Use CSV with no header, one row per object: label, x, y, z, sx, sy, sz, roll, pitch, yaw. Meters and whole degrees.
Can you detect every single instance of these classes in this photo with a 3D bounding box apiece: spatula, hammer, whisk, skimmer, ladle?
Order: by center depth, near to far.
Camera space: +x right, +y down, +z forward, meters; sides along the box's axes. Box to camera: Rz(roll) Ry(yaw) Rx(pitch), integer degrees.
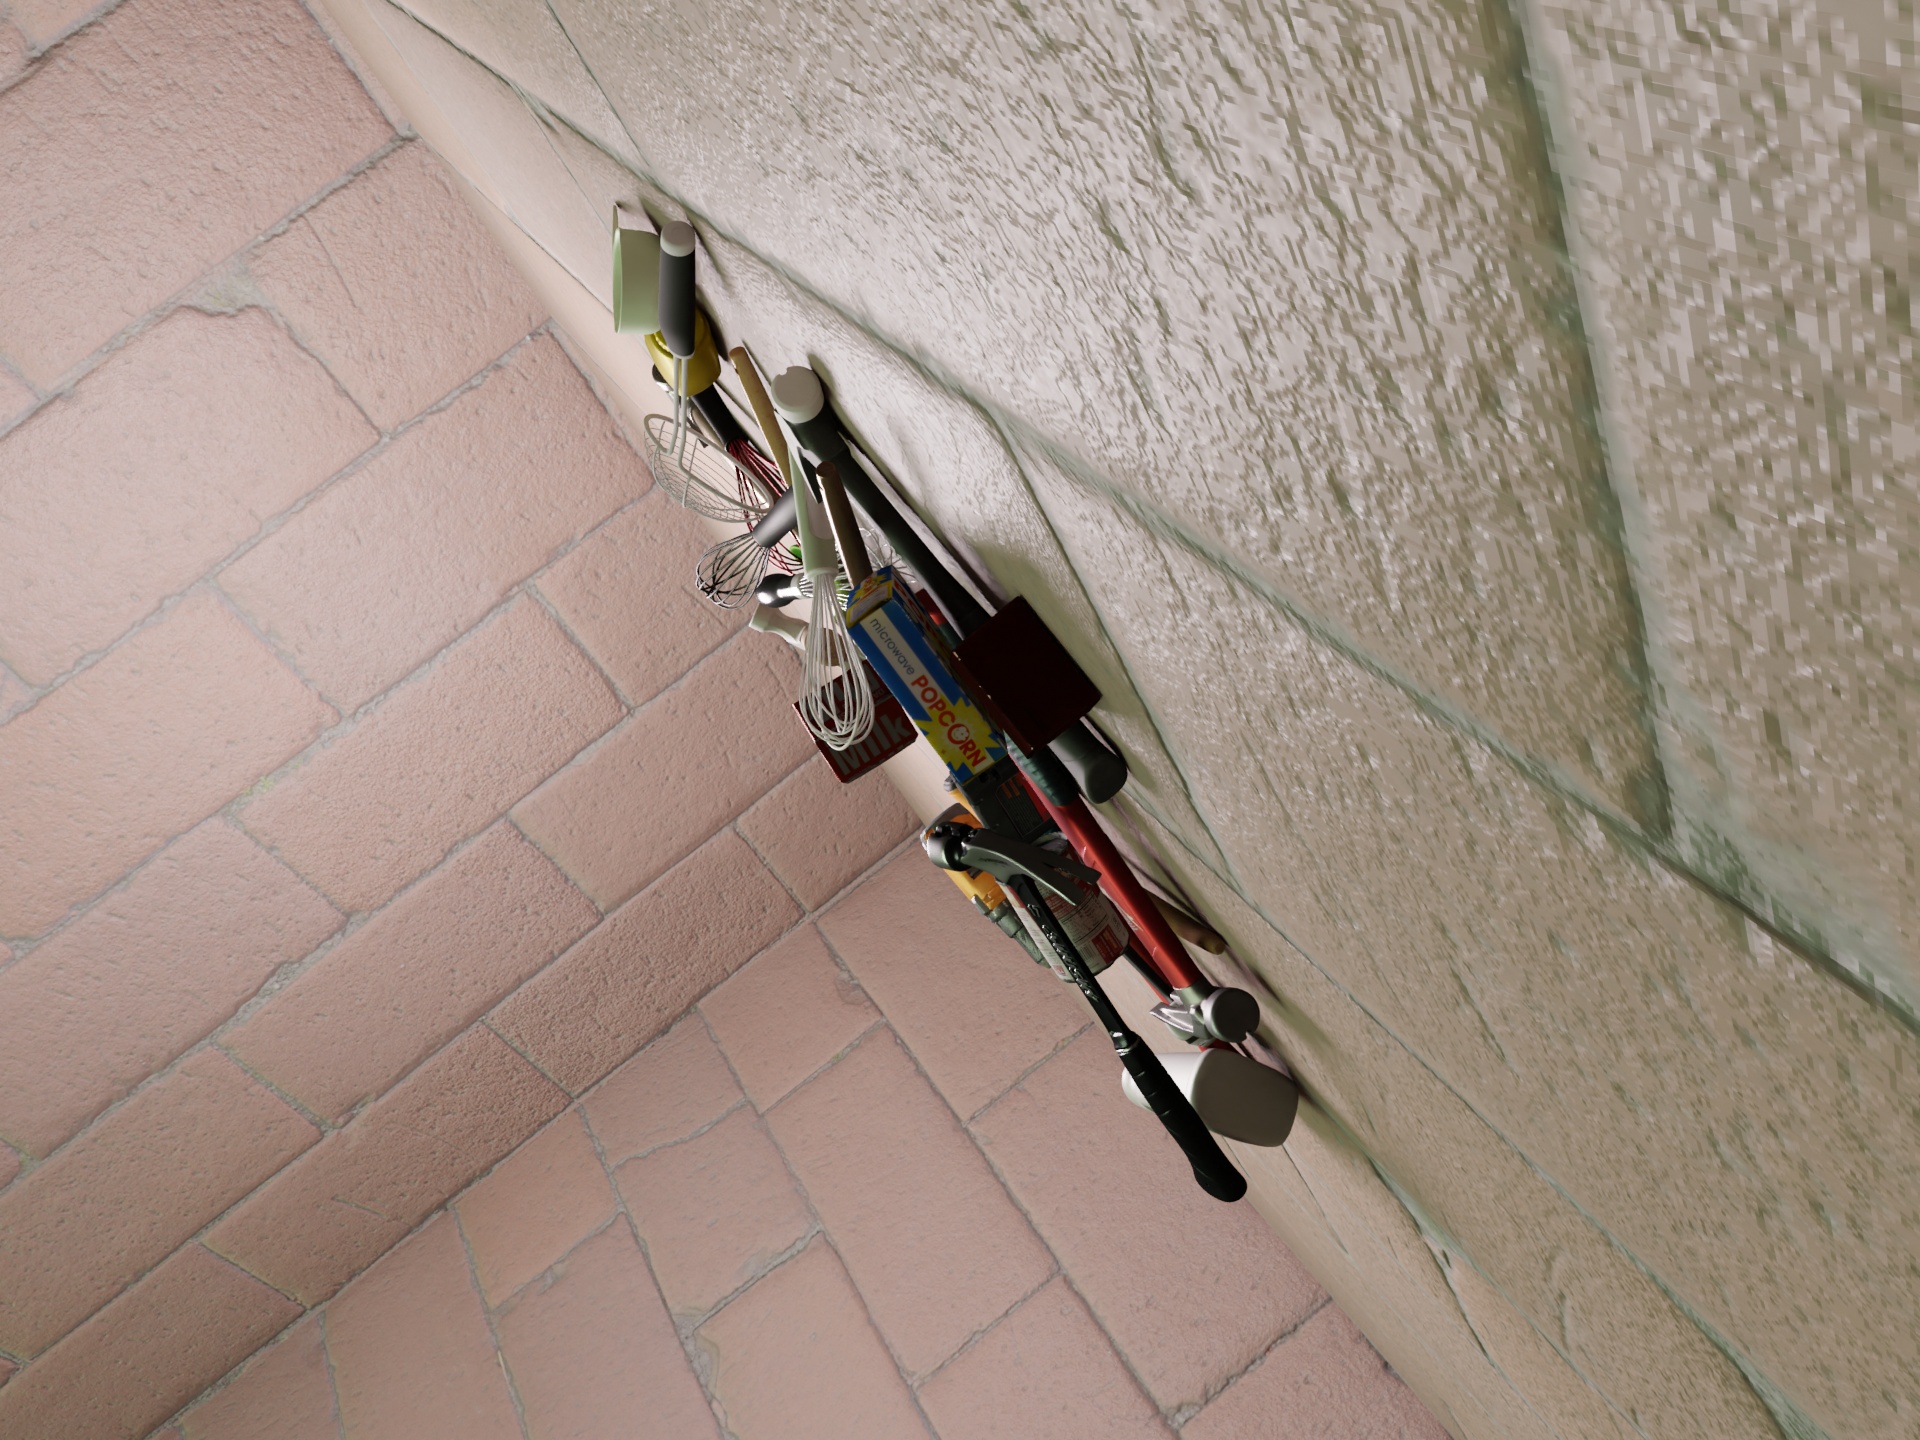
hammer,-0.007,-0.080,1.041,0.335,0.035,0.146,50,174,11
spatula,-0.065,-0.086,1.102,0.060,0.018,0.315,50,169,24
whisk,-0.098,-0.097,1.138,0.059,0.057,0.246,-31,63,53
hammer,0.076,0.068,1.159,0.386,0.038,0.143,55,166,-4
skimmer,-0.190,-0.262,1.199,0.127,0.090,0.363,43,157,10
hammer,0.124,0.235,1.214,0.149,0.036,0.408,7,137,51
spatula,0.128,0.122,1.280,0.318,0.044,0.082,29,148,62
whisk,-0.113,-0.110,1.281,0.070,0.070,0.285,53,160,-16
whisk,-0.157,-0.148,1.292,0.055,0.055,0.239,52,144,-4
ladle,-0.116,-0.181,1.303,0.078,0.062,0.319,41,162,40
hammer,-0.119,-0.066,1.373,0.130,0.031,0.331,25,-179,-8
hammer,0.105,0.160,1.411,0.337,0.034,0.127,45,-176,25
whisk,-0.196,-0.240,1.450,0.296,0.073,0.073,56,177,27
hammer,0.155,0.201,1.511,0.359,0.037,0.149,51,174,11
hammer,-0.159,-0.190,1.552,0.411,0.038,0.146,49,175,22

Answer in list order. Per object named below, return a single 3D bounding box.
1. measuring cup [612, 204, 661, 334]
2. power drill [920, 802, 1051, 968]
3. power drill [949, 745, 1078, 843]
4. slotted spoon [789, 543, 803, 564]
measuring cup,-0.245,-0.353,1.210,0.168,0.038,0.083,-107,23,-48
power drill,0.057,0.167,1.619,0.185,0.084,0.226,48,-172,11
power drill,-0.002,-0.004,1.293,0.220,0.078,0.143,50,175,42
slotted spoon,-0.067,-0.079,1.573,0.314,0.031,0.070,47,173,26
